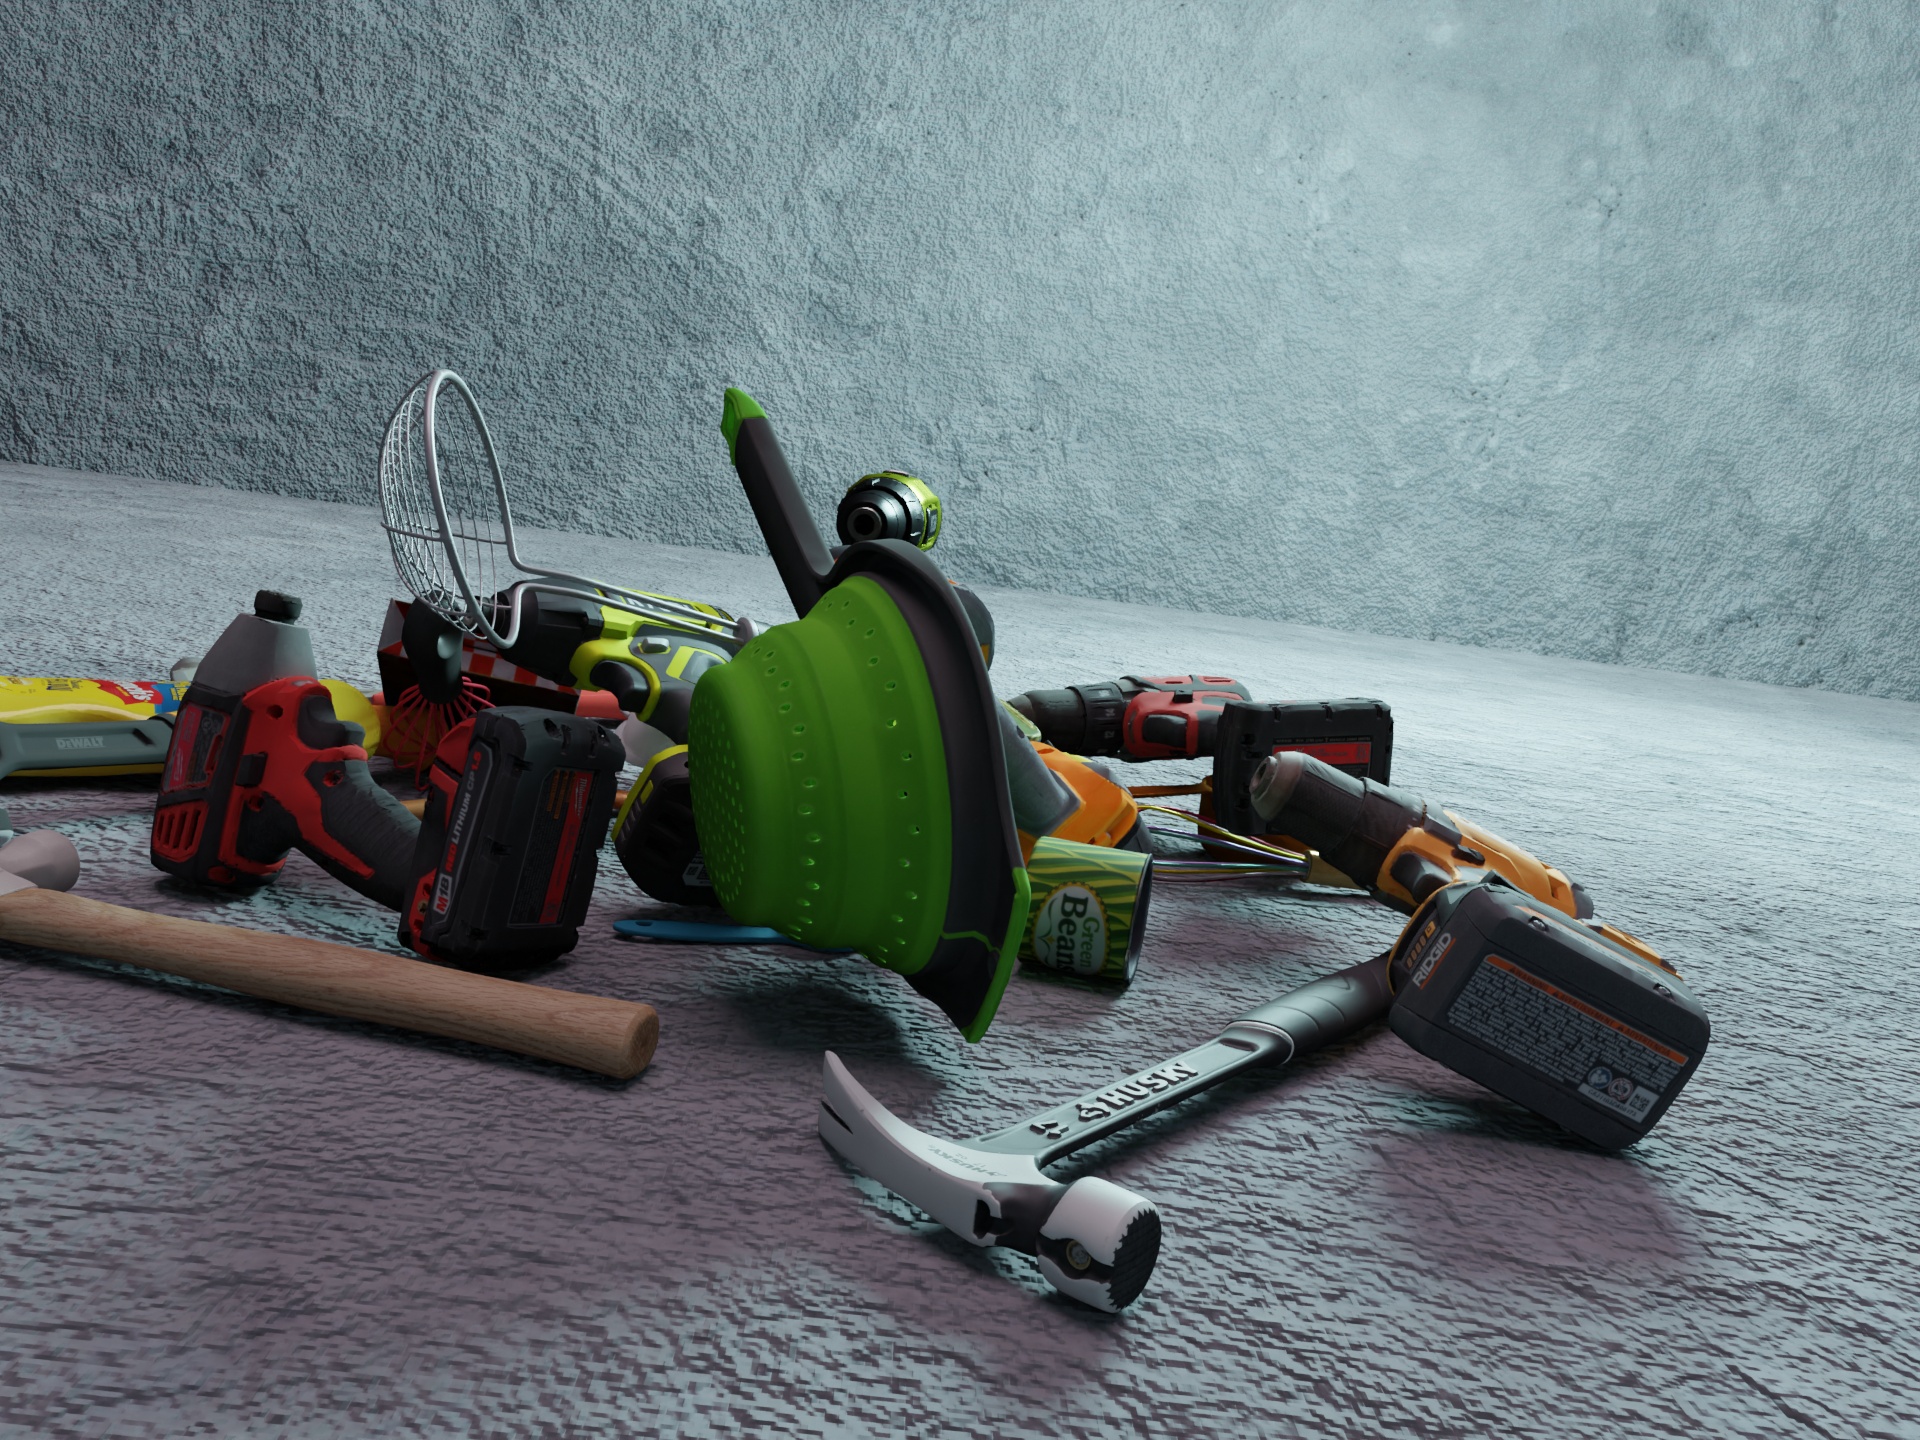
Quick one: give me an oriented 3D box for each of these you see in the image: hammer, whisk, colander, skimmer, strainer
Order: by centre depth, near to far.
[{"bbox_3d":[-0.282,0.097,0.636,0.331,0.031,0.130,9,10,10],"label":"hammer"},{"bbox_3d":[0.111,0.141,0.675,0.149,0.036,0.408,14,11,37],"label":"hammer"},{"bbox_3d":[-0.089,-0.030,0.735,0.094,0.204,0.398,-7,47,-22],"label":"colander"},{"bbox_3d":[-0.138,-0.069,0.820,0.090,0.127,0.363,-29,-29,33],"label":"skimmer"},{"bbox_3d":[-0.288,-0.014,0.882,0.073,0.073,0.295,5,-16,-15],"label":"whisk"},{"bbox_3d":[-0.422,0.003,0.899,0.034,0.127,0.336,-28,-12,24],"label":"hammer"},{"bbox_3d":[-0.131,0.032,0.964,0.087,0.050,0.259,-28,47,-35],"label":"strainer"},{"bbox_3d":[0.201,0.088,1.015,0.245,0.047,0.051,9,8,-11],"label":"whisk"},{"bbox_3d":[-0.384,-0.014,1.176,0.359,0.036,0.149,1,12,-31],"label":"hammer"}]

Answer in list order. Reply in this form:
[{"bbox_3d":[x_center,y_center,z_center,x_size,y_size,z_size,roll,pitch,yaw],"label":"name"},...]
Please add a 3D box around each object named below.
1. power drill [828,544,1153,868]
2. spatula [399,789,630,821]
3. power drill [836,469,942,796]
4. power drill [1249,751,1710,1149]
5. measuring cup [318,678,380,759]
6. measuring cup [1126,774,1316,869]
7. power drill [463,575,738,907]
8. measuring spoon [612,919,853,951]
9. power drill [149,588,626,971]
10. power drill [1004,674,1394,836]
[{"bbox_3d":[-0.001,-0.003,0.871,0.226,0.084,0.164,53,-10,-32],"label":"power drill"},{"bbox_3d":[-0.245,0.041,0.954,0.322,0.041,0.081,-4,27,-44],"label":"spatula"},{"bbox_3d":[-0.062,-0.060,1.111,0.080,0.228,0.190,8,10,4],"label":"power drill"},{"bbox_3d":[0.231,0.090,0.755,0.185,0.084,0.226,28,15,-3],"label":"power drill"},{"bbox_3d":[-0.376,0.023,0.887,0.029,0.062,0.157,-28,16,22],"label":"measuring cup"},{"bbox_3d":[0.165,0.070,1.068,0.173,0.052,0.095,0,12,-18],"label":"measuring cup"},{"bbox_3d":[-0.162,0.001,0.867,0.171,0.080,0.223,9,29,-45],"label":"power drill"},{"bbox_3d":[-0.107,0.097,0.788,0.128,0.021,0.042,5,10,-20],"label":"measuring spoon"},{"bbox_3d":[-0.272,0.025,0.733,0.220,0.143,0.078,14,0,23],"label":"power drill"},{"bbox_3d":[0.147,0.012,1.033,0.187,0.080,0.227,-1,10,-24],"label":"power drill"}]
